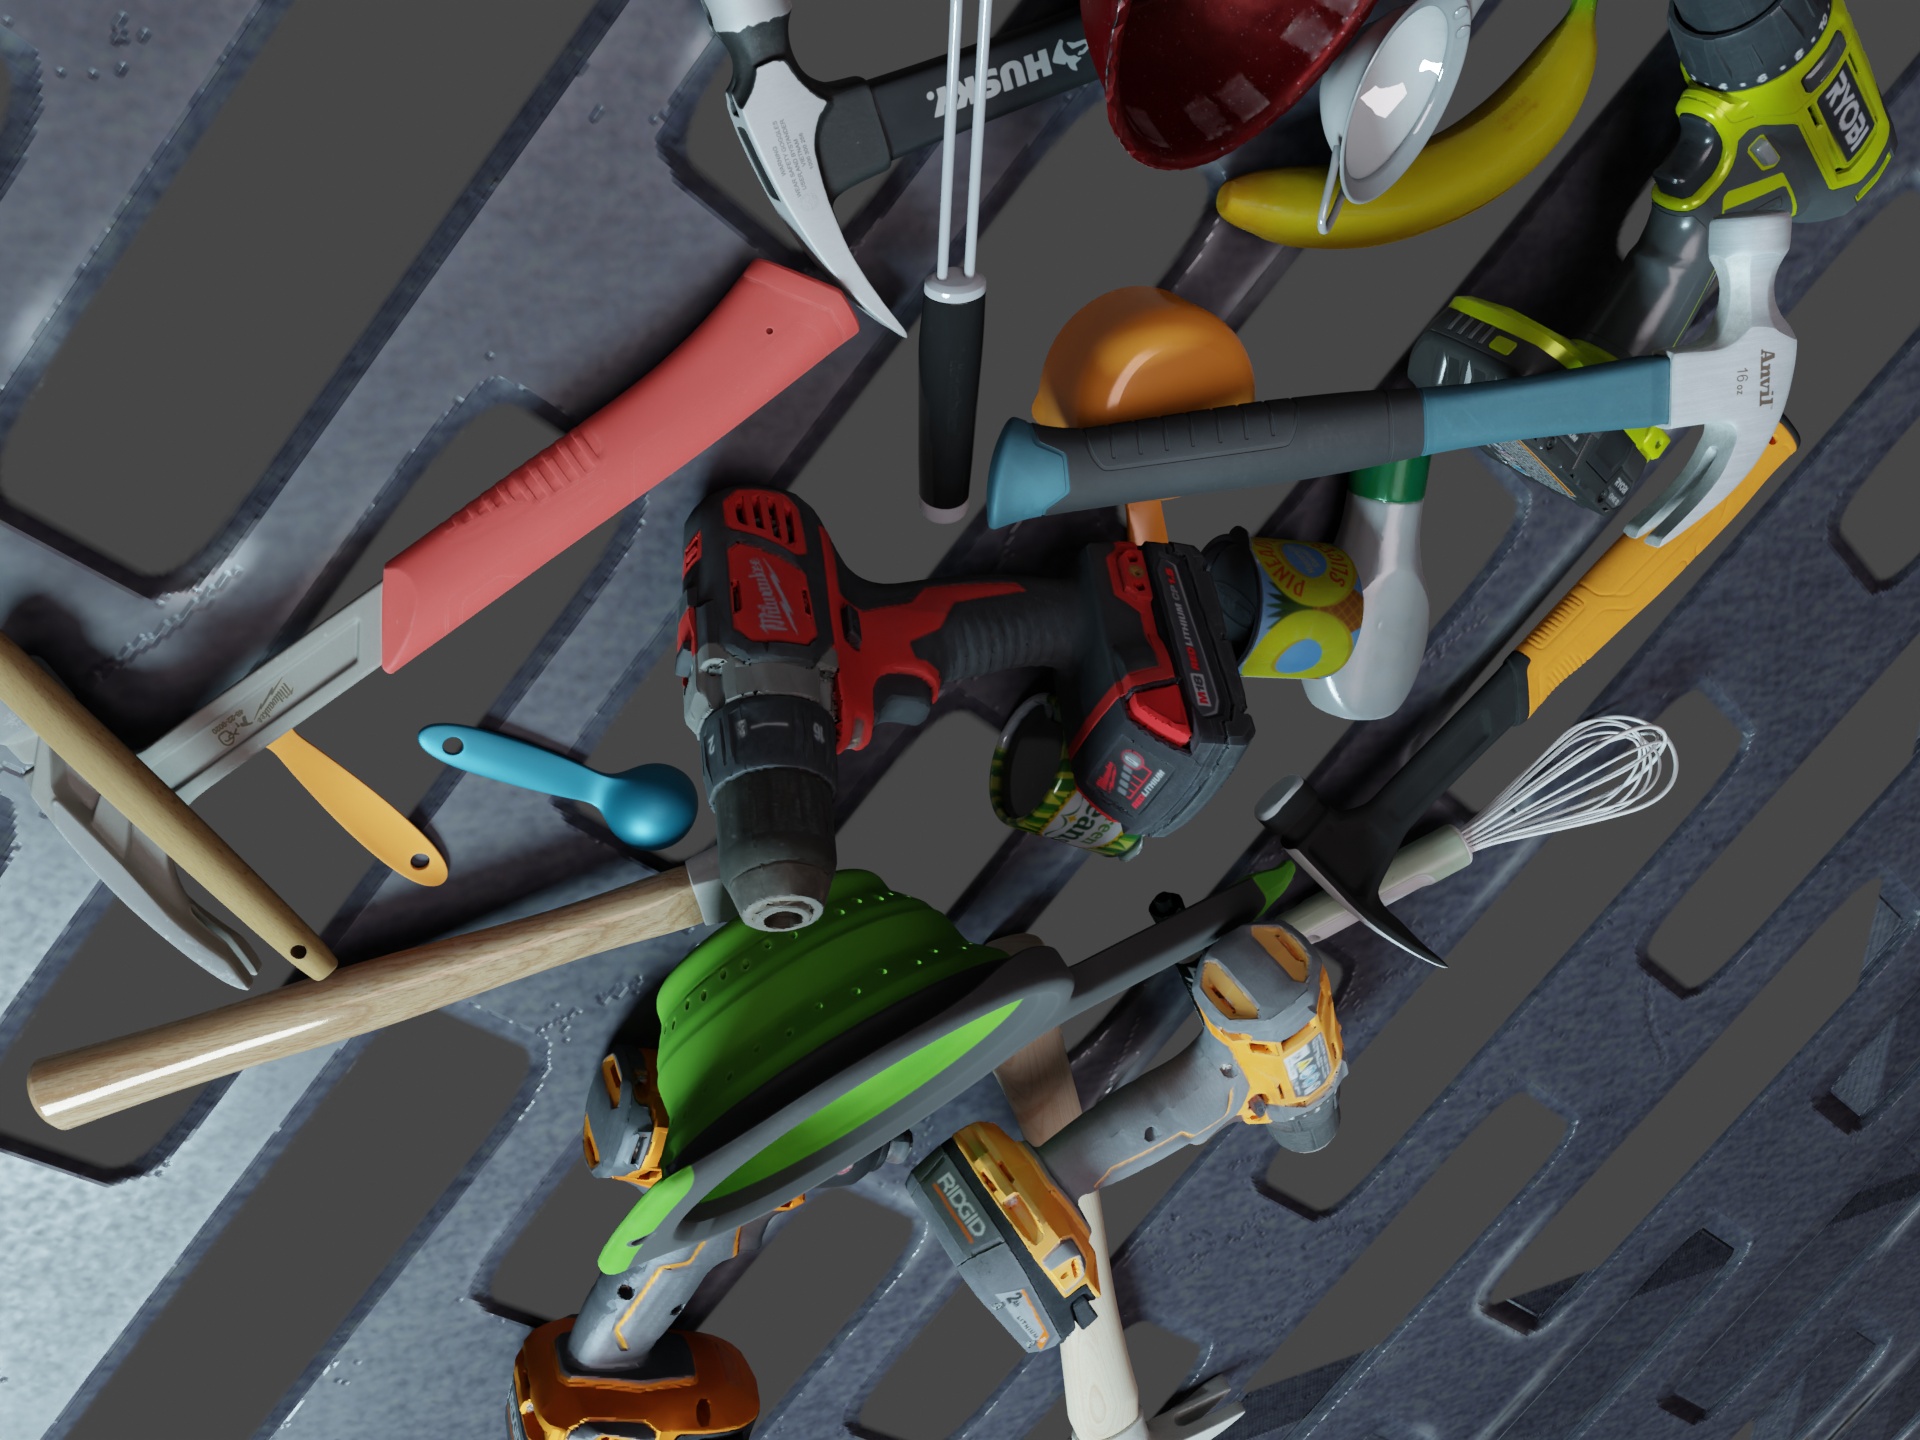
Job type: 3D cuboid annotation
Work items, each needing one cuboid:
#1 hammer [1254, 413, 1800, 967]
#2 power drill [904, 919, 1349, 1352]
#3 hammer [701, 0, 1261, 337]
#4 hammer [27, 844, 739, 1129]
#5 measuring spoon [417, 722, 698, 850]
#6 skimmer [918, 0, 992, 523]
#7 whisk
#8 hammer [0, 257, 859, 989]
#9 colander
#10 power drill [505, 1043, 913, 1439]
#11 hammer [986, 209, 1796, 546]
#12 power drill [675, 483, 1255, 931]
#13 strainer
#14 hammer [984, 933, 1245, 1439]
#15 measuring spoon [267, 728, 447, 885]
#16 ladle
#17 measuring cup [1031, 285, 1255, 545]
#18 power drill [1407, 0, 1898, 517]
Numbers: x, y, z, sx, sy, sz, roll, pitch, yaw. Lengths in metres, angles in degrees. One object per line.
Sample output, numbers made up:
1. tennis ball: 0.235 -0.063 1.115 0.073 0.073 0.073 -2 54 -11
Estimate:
1. hammer: 0.311 -0.028 0.825 0.127 0.034 0.337 44 91 -8
2. power drill: 0.101 0.217 0.808 0.226 0.084 0.185 -35 139 -8
3. hammer: 0.074 -0.272 0.631 0.335 0.035 0.146 -24 120 -9
4. hammer: -0.226 0.111 0.691 0.331 0.031 0.129 -17 133 -9
5. measuring spoon: -0.171 0.029 0.687 0.128 0.021 0.042 21 105 -30
6. skimmer: 0.001 -0.177 0.532 0.127 0.090 0.363 -1 143 -4
7. whisk: 0.280 0.065 0.870 0.246 0.059 0.057 -27 149 -2
8. hammer: -0.187 -0.054 0.621 0.359 0.037 0.149 -36 108 -4
9. colander: 0.001 0.107 0.722 0.397 0.095 0.204 -19 157 -37
10. power drill: -0.125 0.273 0.793 0.164 0.084 0.226 13 105 -27
11. hammer: 0.173 -0.121 0.649 0.331 0.033 0.128 -8 108 -1
12. power drill: -0.001 -0.002 0.643 0.226 0.188 0.080 4 145 -20
13. strainer: 0.216 -0.302 0.634 0.258 0.050 0.086 -46 155 2
14. hammer: 0.073 0.289 0.902 0.146 0.038 0.410 -19 120 -13
15. measuring spoon: -0.256 0.031 0.665 0.021 0.011 0.116 -38 125 -2
16. ladle: -0.337 -0.019 0.562 0.069 0.031 0.315 -39 109 0
17. measuring cup: 0.090 -0.102 0.708 0.095 0.052 0.173 -17 117 -13
18. power drill: 0.305 -0.223 0.702 0.190 0.080 0.228 24 104 -45
